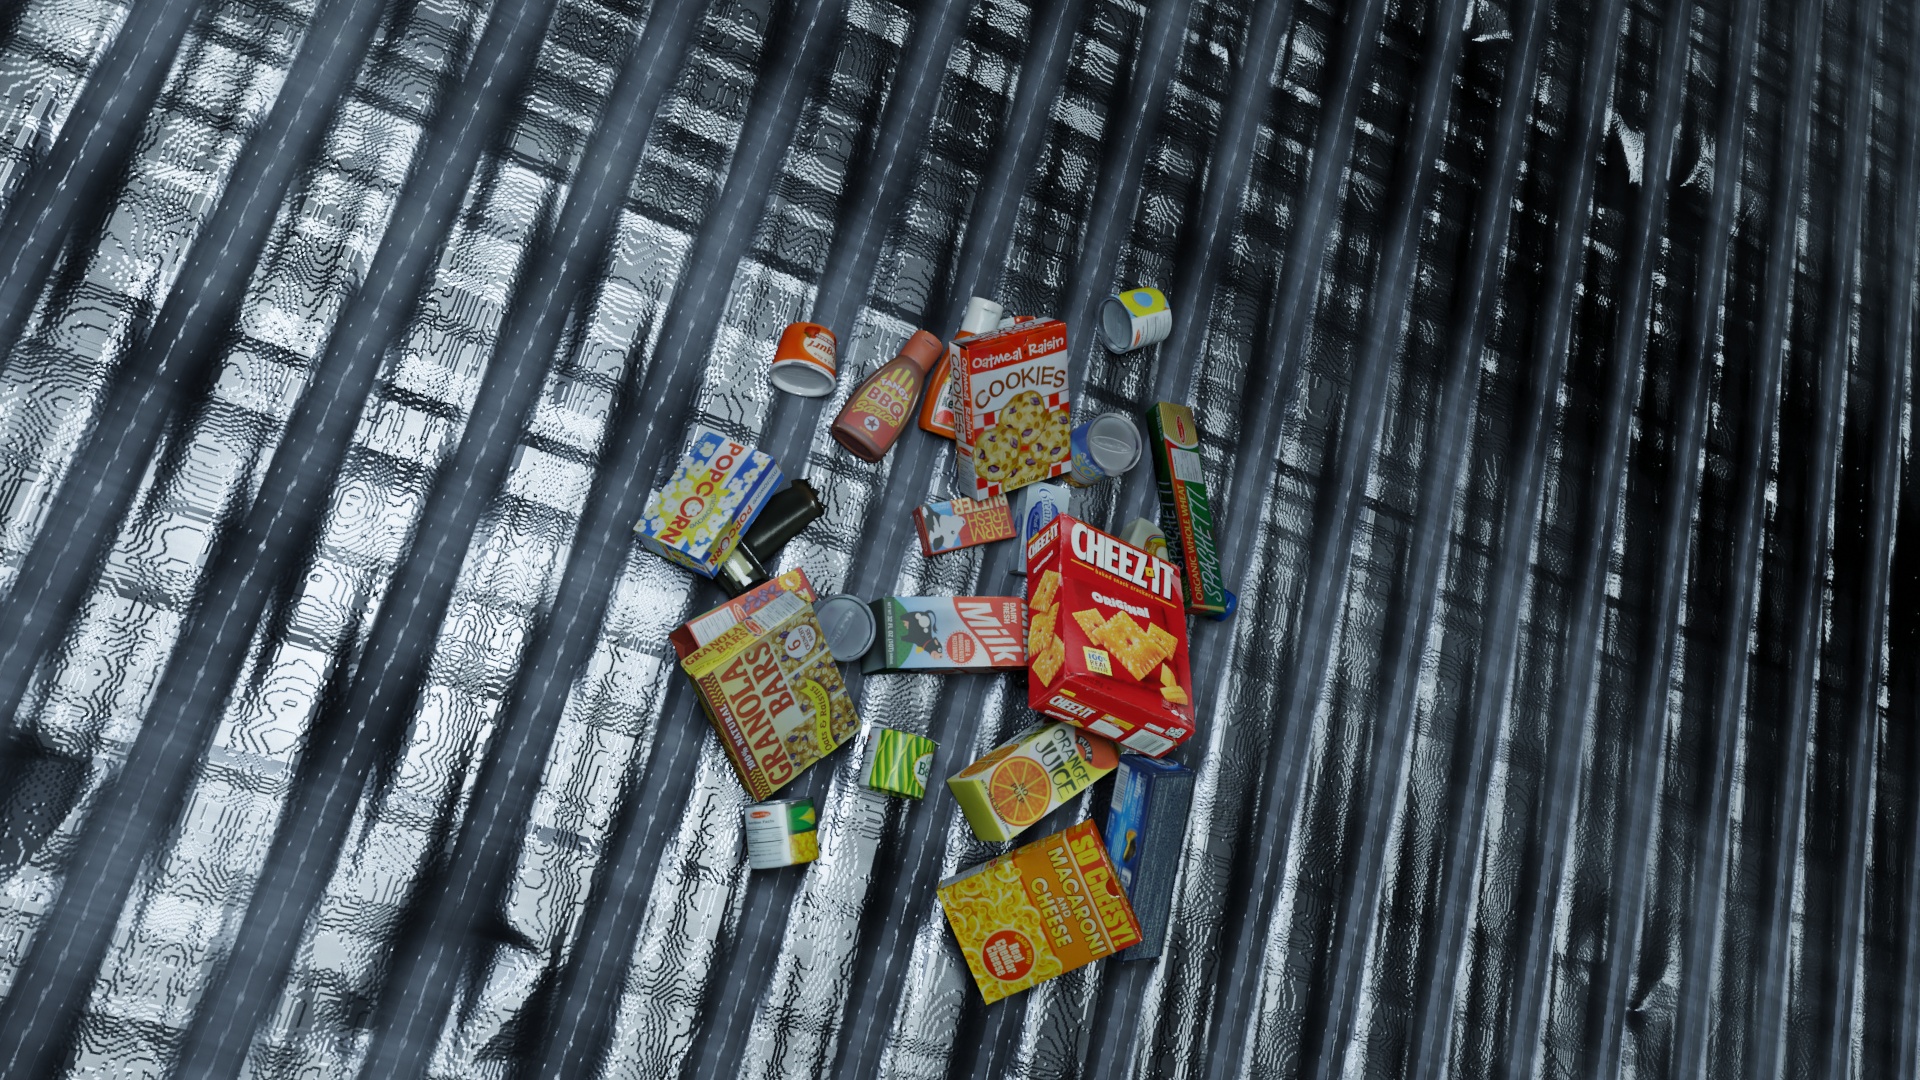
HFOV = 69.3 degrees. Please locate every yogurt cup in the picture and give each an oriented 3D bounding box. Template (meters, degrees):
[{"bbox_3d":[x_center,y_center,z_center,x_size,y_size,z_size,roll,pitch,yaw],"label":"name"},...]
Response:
[{"bbox_3d":[-0.156,-0.184,1.402,0.072,0.072,0.054,17,65,-20],"label":"yogurt cup"}]

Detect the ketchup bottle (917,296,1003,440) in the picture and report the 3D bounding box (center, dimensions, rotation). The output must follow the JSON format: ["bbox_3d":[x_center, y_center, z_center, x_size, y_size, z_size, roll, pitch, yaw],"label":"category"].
[{"bbox_3d":[0.006,-0.180,1.458,0.065,0.043,0.148,17,92,-20],"label":"ketchup bottle"}]

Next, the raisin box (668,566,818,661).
[{"bbox_3d":[-0.206,0.073,1.313,0.124,0.086,0.040,-28,90,-26],"label":"raisin box"}]

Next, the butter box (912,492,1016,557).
[{"bbox_3d":[0.005,-0.018,1.459,0.104,0.024,0.053,-12,84,-25],"label":"butter box"}]

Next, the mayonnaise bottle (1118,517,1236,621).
[{"bbox_3d":[0.239,0.037,1.541,0.148,0.041,0.065,33,61,-14],"label":"mayonnaise bottle"}]

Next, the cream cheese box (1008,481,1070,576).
[{"bbox_3d":[0.085,-0.010,1.493,0.053,0.024,0.104,13,74,-22],"label":"cream cheese box"}]

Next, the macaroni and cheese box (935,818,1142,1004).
[{"bbox_3d":[0.077,0.363,1.359,0.166,0.040,0.123,-24,90,6],"label":"macaroni and cheese box"}]

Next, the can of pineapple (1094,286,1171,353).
[{"bbox_3d":[0.195,-0.251,1.569,0.058,0.071,0.071,-19,87,-26],"label":"can of pineapple"}]

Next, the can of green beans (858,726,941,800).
[{"bbox_3d":[-0.062,0.218,1.357,0.071,0.071,0.058,19,73,-20],"label":"can of green beans"}]

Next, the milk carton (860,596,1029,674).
[{"bbox_3d":[-0.001,0.097,1.405,0.191,0.073,0.072,1,79,-24],"label":"milk carton"}]

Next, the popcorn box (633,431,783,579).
[{"bbox_3d":[-0.238,-0.036,1.323,0.085,0.038,0.127,22,66,24],"label":"popcorn box"}]

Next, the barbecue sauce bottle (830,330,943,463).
[{"bbox_3d":[-0.071,-0.154,1.443,0.065,0.043,0.149,37,67,-8],"label":"barbecue sauce bottle"}]

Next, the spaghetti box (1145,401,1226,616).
[{"bbox_3d":[0.248,-0.036,1.537,0.050,0.028,0.251,8,64,-30],"label":"spaghetti box"}]

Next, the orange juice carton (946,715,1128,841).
[{"bbox_3d":[0.090,0.227,1.418,0.193,0.073,0.072,-29,92,-26],"label":"orange juice carton"}]

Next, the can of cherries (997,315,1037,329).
[{"bbox_3d":[0.059,-0.205,1.501,0.072,0.071,0.058,-10,83,-25],"label":"can of cherries"}]

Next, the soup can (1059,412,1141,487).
[{"bbox_3d":[0.146,-0.094,1.504,0.071,0.083,0.071,5,78,-23],"label":"soup can"}]

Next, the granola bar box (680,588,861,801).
[{"bbox_3d":[-0.171,0.145,1.287,0.124,0.039,0.164,-34,129,-22],"label":"granola bar box"}]

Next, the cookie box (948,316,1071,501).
[{"bbox_3d":[0.054,-0.137,1.441,0.123,0.040,0.166,-19,119,-28],"label":"cookie box"}]

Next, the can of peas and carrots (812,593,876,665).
[{"bbox_3d":[-0.125,0.087,1.360,0.071,0.058,0.071,5,77,-22],"label":"can of peas and carrots"}]

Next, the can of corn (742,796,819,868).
[{"bbox_3d":[-0.166,0.273,1.301,0.071,0.071,0.058,-4,82,-24],"label":"can of corn"}]
